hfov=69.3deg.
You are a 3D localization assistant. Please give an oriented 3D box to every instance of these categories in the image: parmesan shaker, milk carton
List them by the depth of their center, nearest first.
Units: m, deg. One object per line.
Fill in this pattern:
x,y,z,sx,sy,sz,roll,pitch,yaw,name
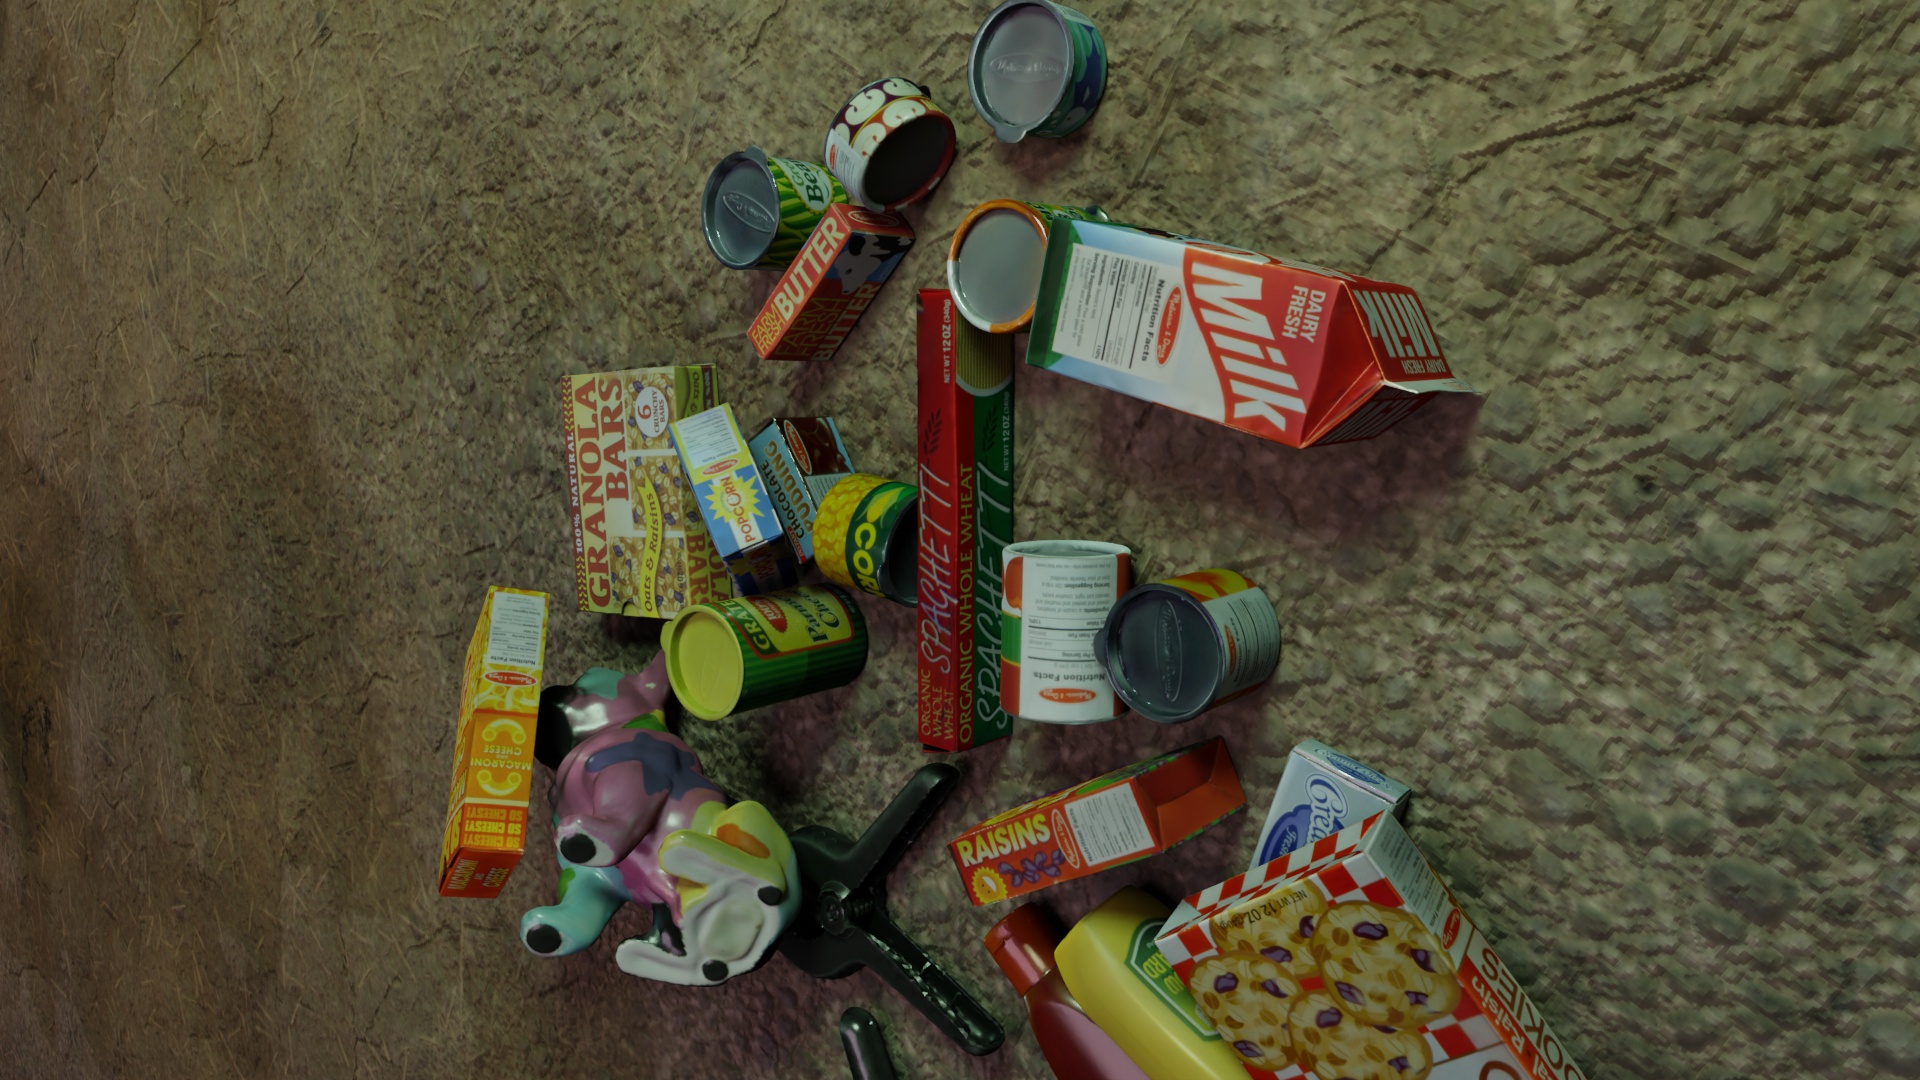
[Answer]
0.129,-0.091,0.620,0.191,0.072,0.073,23,110,36,milk carton
-0.114,0.062,0.820,0.071,0.103,0.071,6,100,38,parmesan shaker

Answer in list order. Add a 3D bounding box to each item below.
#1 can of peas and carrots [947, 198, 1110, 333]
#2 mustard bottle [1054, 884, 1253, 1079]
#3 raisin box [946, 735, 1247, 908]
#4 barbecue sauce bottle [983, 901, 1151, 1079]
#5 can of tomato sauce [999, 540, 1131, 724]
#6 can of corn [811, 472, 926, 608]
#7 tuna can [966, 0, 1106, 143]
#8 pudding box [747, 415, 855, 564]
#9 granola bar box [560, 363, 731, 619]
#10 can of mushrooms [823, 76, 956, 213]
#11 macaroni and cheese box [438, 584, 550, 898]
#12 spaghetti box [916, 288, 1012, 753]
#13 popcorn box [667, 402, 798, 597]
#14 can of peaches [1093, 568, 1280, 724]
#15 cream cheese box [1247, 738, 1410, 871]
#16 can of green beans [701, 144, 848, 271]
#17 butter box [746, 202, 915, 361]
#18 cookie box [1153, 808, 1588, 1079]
0.037,-0.138,0.697,0.071,0.059,0.071,7,101,39,can of peas and carrots
0.119,0.244,0.679,0.160,0.065,0.048,44,130,21,mustard bottle
0.067,0.140,0.691,0.123,0.086,0.040,-29,80,38,raisin box
0.070,0.261,0.733,0.149,0.044,0.064,50,123,24,barbecue sauce bottle
0.053,0.044,0.705,0.071,0.071,0.083,6,99,39,can of tomato sauce
-0.042,0.000,0.773,0.058,0.071,0.071,15,106,38,can of corn
0.038,-0.235,0.701,0.071,0.033,0.071,6,100,39,tuna can
-0.085,-0.031,0.819,0.030,0.050,0.084,-33,76,36,pudding box
-0.212,-0.032,0.930,0.124,0.039,0.165,1,96,40,granola bar box
-0.035,-0.212,0.745,0.033,0.071,0.070,49,123,24,can of mushrooms
-0.296,0.129,0.877,0.123,0.040,0.167,133,141,-54,macaroni and cheese box
0.003,-0.009,0.749,0.028,0.050,0.249,6,100,40,spaghetti box
-0.132,-0.019,0.820,0.126,0.038,0.085,100,147,-75,popcorn box
0.109,0.049,0.664,0.071,0.058,0.071,7,101,39,can of peaches
0.166,0.150,0.651,0.053,0.024,0.103,28,113,32,cream cheese box
-0.108,-0.190,0.811,0.071,0.058,0.071,6,100,39,can of green beans
-0.075,-0.145,0.793,0.103,0.053,0.024,-49,64,33,butter box
0.184,0.216,0.610,0.122,0.040,0.167,-38,87,37,cookie box
